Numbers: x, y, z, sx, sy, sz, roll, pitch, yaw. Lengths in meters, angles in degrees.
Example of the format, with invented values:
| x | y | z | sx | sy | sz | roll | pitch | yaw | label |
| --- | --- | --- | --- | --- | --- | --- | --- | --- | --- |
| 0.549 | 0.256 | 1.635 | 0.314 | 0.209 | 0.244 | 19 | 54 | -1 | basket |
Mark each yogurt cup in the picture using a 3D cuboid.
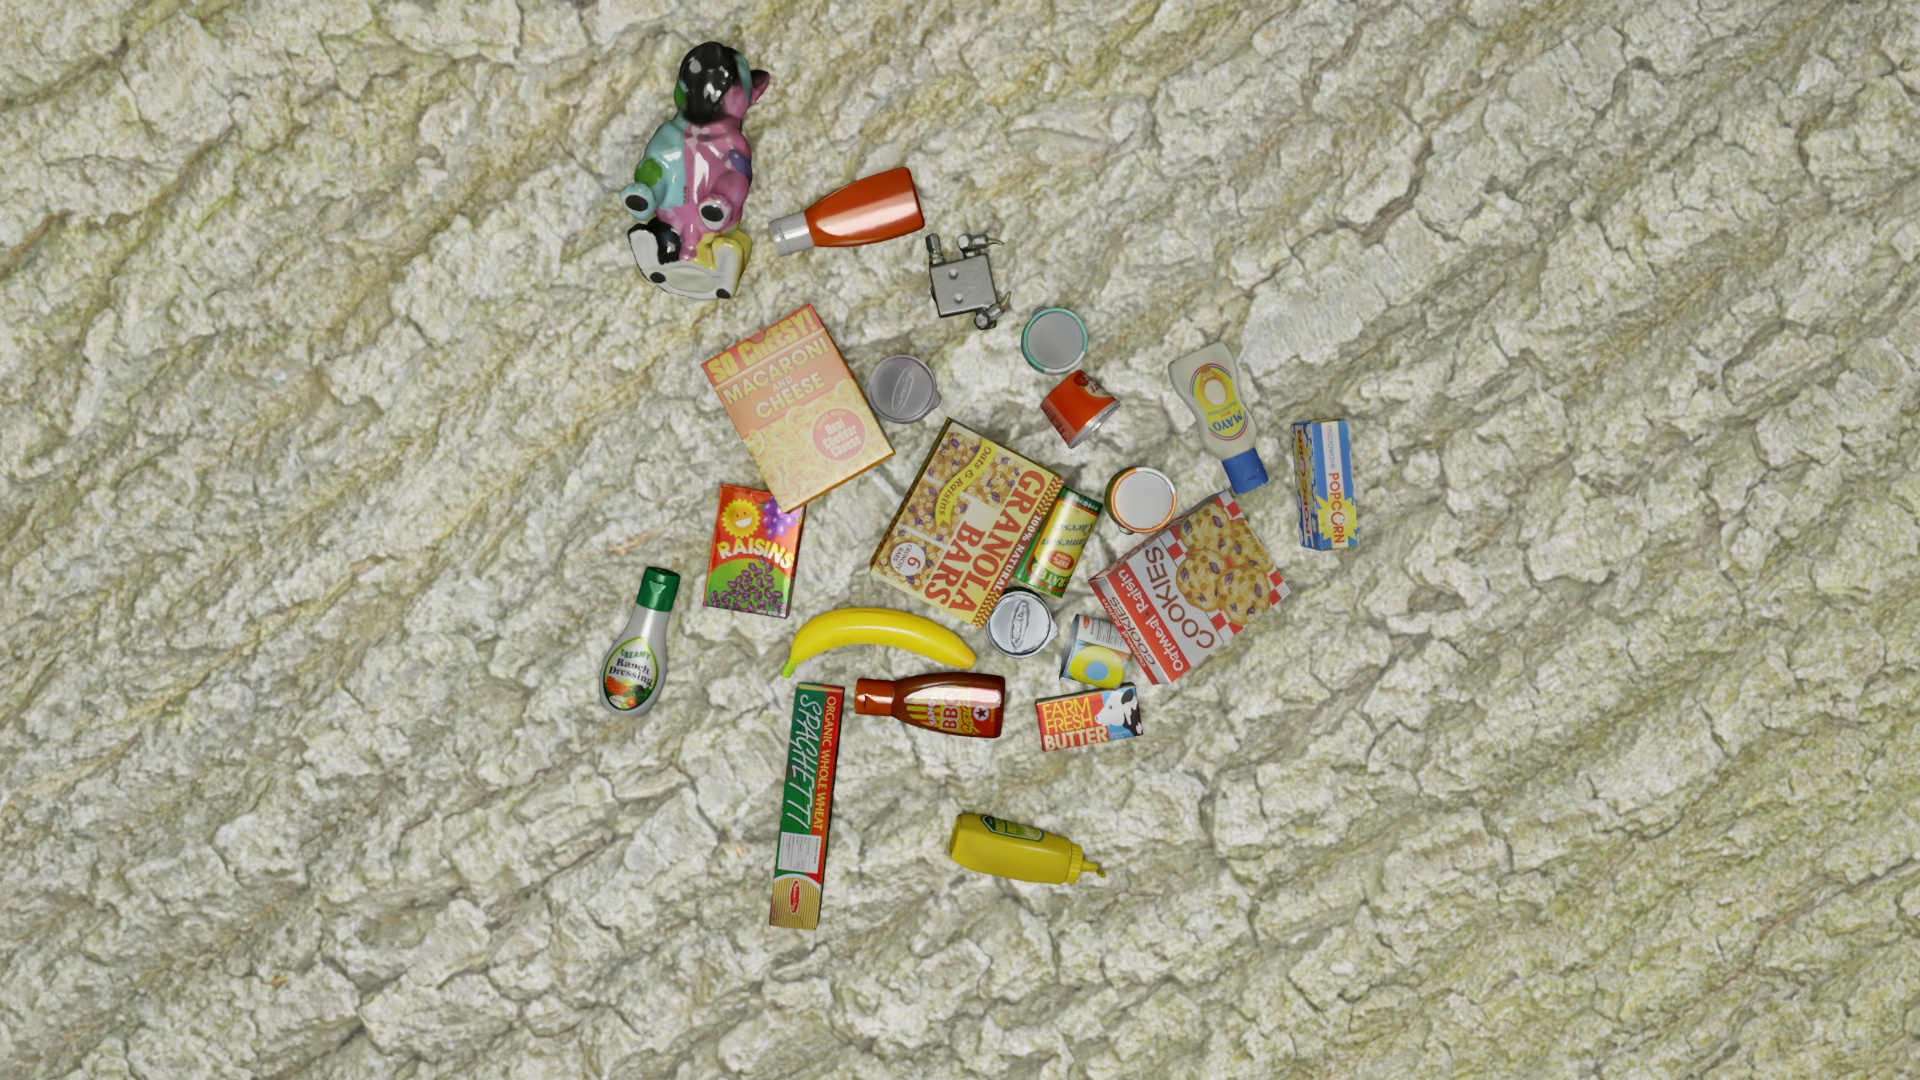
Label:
| x | y | z | sx | sy | sz | roll | pitch | yaw | label |
| --- | --- | --- | --- | --- | --- | --- | --- | --- | --- |
| 0.116 | -0.131 | 1.367 | 0.072 | 0.072 | 0.054 | -42 | 84 | 2 | yogurt cup |

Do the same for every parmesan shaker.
| x | y | z | sx | sy | sz | roll | pitch | yaw | label |
| --- | --- | --- | --- | --- | --- | --- | --- | --- | --- |
| 0.089 | -0.003 | 1.370 | 0.071 | 0.071 | 0.103 | 24 | 93 | -1 | parmesan shaker |

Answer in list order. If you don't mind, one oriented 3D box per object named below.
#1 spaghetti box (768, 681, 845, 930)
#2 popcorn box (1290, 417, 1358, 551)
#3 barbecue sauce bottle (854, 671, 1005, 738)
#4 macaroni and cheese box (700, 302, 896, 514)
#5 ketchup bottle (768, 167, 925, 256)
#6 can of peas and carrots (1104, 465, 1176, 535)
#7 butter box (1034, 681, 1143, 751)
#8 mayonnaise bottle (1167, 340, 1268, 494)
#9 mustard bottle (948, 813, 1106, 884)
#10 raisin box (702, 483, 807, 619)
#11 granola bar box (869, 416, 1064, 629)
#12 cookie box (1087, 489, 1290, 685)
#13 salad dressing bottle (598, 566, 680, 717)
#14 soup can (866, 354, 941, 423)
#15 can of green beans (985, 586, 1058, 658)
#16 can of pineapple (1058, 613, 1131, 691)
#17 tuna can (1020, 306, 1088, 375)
| x | y | z | sx | sy | sz | roll | pitch | yaw | label |
| --- | --- | --- | --- | --- | --- | --- | --- | --- | --- |
| -0.154 | 0.267 | 1.405 | 0.050 | 0.029 | 0.249 | 7 | 93 | 0 | spaghetti box |
| 0.355 | -0.056 | 1.360 | 0.038 | 0.085 | 0.126 | -6 | 93 | 0 | popcorn box |
| -0.031 | 0.161 | 1.391 | 0.149 | 0.044 | 0.064 | 5 | 105 | 0 | barbecue sauce bottle |
| -0.156 | -0.127 | 1.343 | 0.124 | 0.040 | 0.166 | -29 | 89 | 1 | macaroni and cheese box |
| -0.113 | -0.317 | 1.366 | 0.149 | 0.043 | 0.064 | -16 | 92 | 1 | ketchup bottle |
| 0.177 | -0.038 | 1.374 | 0.071 | 0.059 | 0.071 | 0 | 93 | 0 | can of peas and carrots |
| 0.129 | 0.178 | 1.402 | 0.103 | 0.024 | 0.053 | -10 | 92 | 0 | butter box |
| 0.261 | -0.120 | 1.378 | 0.065 | 0.041 | 0.148 | -24 | 92 | 0 | mayonnaise bottle |
| 0.070 | 0.314 | 1.393 | 0.160 | 0.065 | 0.048 | 14 | 99 | -6 | mustard bottle |
| -0.205 | 0.010 | 1.386 | 0.086 | 0.040 | 0.123 | 9 | 92 | 0 | raisin box |
| 0.005 | -0.017 | 1.319 | 0.124 | 0.039 | 0.165 | 27 | 101 | -12 | granola bar box |
| 0.224 | 0.046 | 1.359 | 0.168 | 0.040 | 0.123 | -33 | 93 | -22 | cookie box |
| -0.317 | 0.101 | 1.388 | 0.064 | 0.044 | 0.147 | 16 | 93 | -2 | salad dressing bottle |
| -0.053 | -0.145 | 1.355 | 0.071 | 0.084 | 0.071 | 0 | 94 | 0 | soup can |
| 0.058 | 0.081 | 1.380 | 0.071 | 0.058 | 0.071 | 0 | 93 | 0 | can of green beans |
| 0.134 | 0.113 | 1.379 | 0.058 | 0.071 | 0.071 | 15 | 93 | -1 | can of pineapple |
| 0.092 | -0.200 | 1.378 | 0.071 | 0.033 | 0.071 | 0 | 94 | 0 | tuna can |
